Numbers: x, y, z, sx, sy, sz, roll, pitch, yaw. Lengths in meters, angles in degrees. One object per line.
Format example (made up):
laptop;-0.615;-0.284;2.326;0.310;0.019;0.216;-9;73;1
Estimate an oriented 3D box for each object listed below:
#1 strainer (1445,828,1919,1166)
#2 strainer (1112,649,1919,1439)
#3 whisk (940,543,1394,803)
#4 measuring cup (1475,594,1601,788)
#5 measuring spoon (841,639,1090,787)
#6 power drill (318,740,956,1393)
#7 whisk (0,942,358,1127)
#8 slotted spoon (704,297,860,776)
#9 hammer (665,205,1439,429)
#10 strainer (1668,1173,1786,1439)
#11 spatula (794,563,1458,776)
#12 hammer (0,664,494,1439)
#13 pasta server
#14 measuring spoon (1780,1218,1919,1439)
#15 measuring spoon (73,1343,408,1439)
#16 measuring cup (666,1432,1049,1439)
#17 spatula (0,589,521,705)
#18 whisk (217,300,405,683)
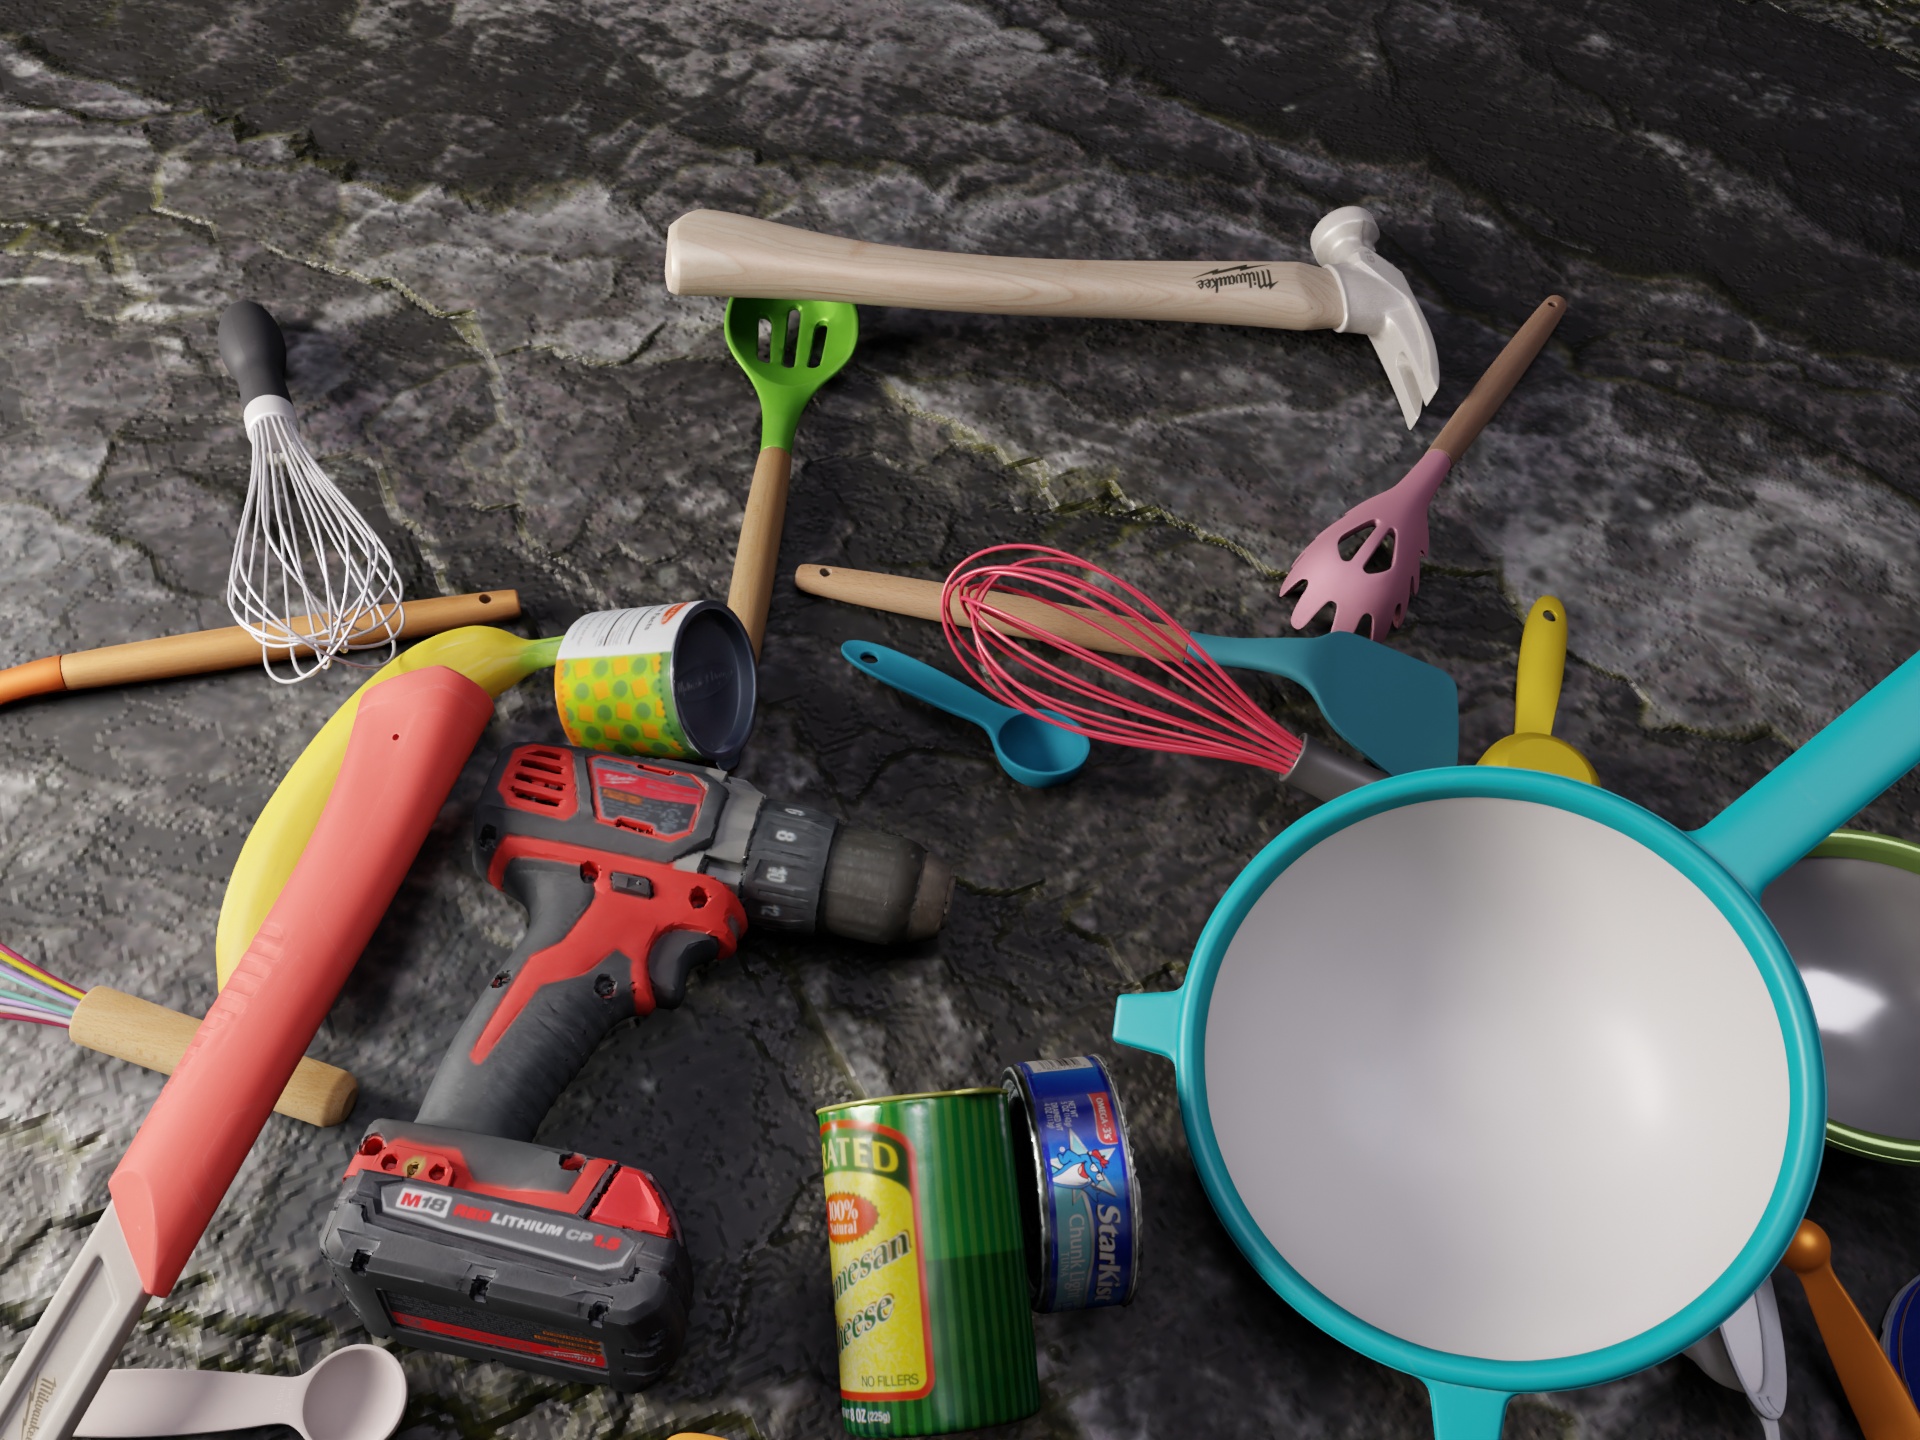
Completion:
strainer;0.306;0.117;0.648;0.256;0.069;0.152;4;49;15
strainer;0.239;0.089;0.580;0.340;0.095;0.211;-39;63;-1
whisk;0.125;0.007;0.684;0.296;0.073;0.073;27;55;-1
measuring cup;0.273;-0.007;0.741;0.062;0.029;0.157;17;56;4
measuring spoon;-0.001;-0.002;0.713;0.129;0.021;0.042;27;45;22
power drill;-0.108;0.114;0.578;0.188;0.080;0.227;12;51;0
whisk;-0.338;0.102;0.578;0.245;0.051;0.047;19;75;0
slotted spoon;-0.095;-0.108;0.764;0.070;0.031;0.314;7;56;-4
hammer;0.054;-0.222;0.837;0.410;0.038;0.146;-1;56;-16
strainer;0.281;0.266;0.544;0.086;0.050;0.259;27;46;-45
spatula;0.077;-0.031;0.738;0.317;0.044;0.082;11;55;6
hammer;-0.245;0.140;0.529;0.149;0.036;0.359;20;64;7
pasta server;0.260;-0.145;0.843;0.060;0.040;0.316;32;53;14
measuring spoon;0.324;0.236;0.568;0.011;0.021;0.117;0;64;-55
measuring spoon;-0.241;0.224;0.519;0.124;0.018;0.034;0;57;0
measuring cup;-0.014;0.258;0.499;0.173;0.052;0.095;21;55;4
spatula;-0.349;-0.029;0.664;0.322;0.041;0.081;-11;56;-16
whisk;-0.302;-0.115;0.705;0.070;0.070;0.285;-17;47;-19
